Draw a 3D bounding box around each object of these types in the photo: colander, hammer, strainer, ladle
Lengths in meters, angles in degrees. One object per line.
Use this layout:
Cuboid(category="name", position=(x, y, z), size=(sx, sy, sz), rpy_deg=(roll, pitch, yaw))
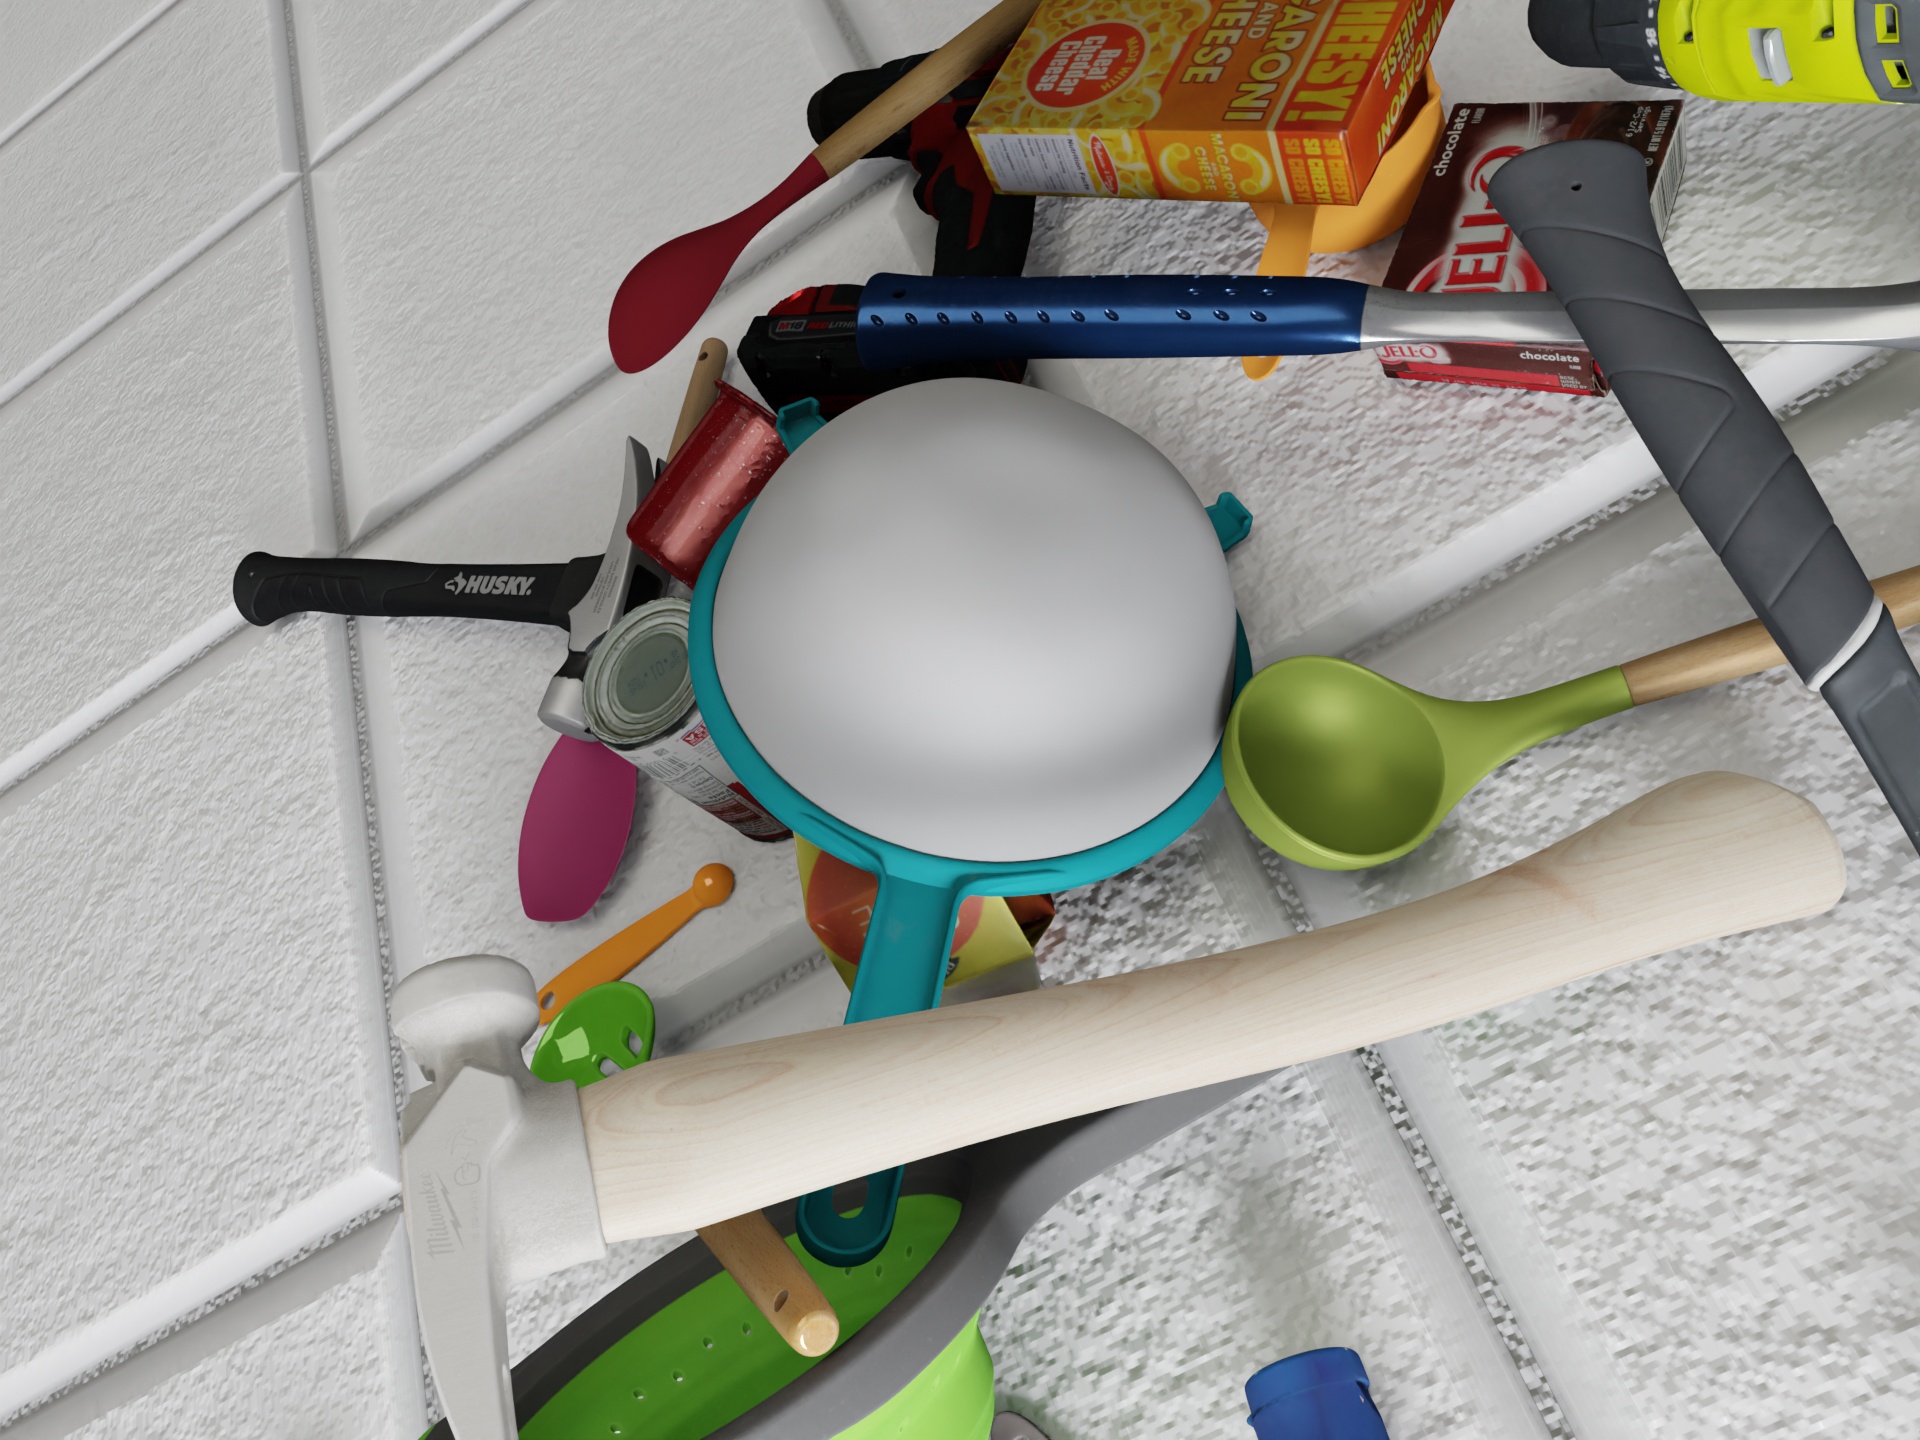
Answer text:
Cuboid(category="colander", position=(0.015, 0.186, 0.499), size=(0.397, 0.204, 0.094), rpy_deg=(-28, 92, -5))
Cuboid(category="hammer", position=(-0.278, -0.074, 0.835), size=(0.335, 0.035, 0.146), rpy_deg=(5, 70, 36))
Cuboid(category="strainer", position=(-0.001, -0.002, 0.520), size=(0.211, 0.095, 0.341), rpy_deg=(13, 53, 0))
Cuboid(category="ladle", position=(-0.043, -0.271, 0.734), size=(0.315, 0.031, 0.069), rpy_deg=(-38, 44, 2))
Cuboid(category="ladle", position=(0.239, -0.024, 0.507), size=(0.320, 0.062, 0.078), rpy_deg=(-19, 64, 17))
Cuboid(category="hammer", position=(0.250, -0.001, 0.439), size=(0.149, 0.036, 0.409), rpy_deg=(-26, 67, 13))
Cuboid(category="hammer", position=(0.064, 0.090, 0.430), size=(0.410, 0.038, 0.146), rpy_deg=(-12, 56, -12))
Cuboid(category="hammer", position=(0.156, -0.147, 0.564), size=(0.405, 0.035, 0.144), rpy_deg=(5, 65, 21))

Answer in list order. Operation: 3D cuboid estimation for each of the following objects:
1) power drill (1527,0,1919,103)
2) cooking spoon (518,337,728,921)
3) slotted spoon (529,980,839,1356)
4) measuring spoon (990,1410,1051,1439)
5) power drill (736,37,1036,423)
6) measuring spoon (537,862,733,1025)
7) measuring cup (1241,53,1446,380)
Cuboid(category="power drill", position=(0.334, -0.305, 0.562), size=(0.228, 0.080, 0.191), rpy_deg=(-45, 35, -8))
Cuboid(category="cooking spoon", position=(-0.155, -0.054, 0.775), size=(0.069, 0.017, 0.319), rpy_deg=(-4, 63, 31))
Cuboid(category="slotted spoon", position=(-0.101, 0.148, 0.546), size=(0.070, 0.031, 0.314), rpy_deg=(-56, 22, -11))
Cuboid(category="measuring spoon", position=(0.050, 0.262, 0.492), size=(0.034, 0.018, 0.124), rpy_deg=(-50, 45, -2))
Cuboid(category="power drill", position=(-0.024, -0.237, 0.764), size=(0.188, 0.080, 0.227), rpy_deg=(8, 66, 33))
Cuboid(category="measuring spoon", position=(-0.147, 0.098, 0.692), size=(0.117, 0.011, 0.021), rpy_deg=(-36, 52, 9))
Cuboid(category="measuring cup", position=(0.149, -0.203, 0.659), size=(0.095, 0.052, 0.174), rpy_deg=(6, 70, 32))
